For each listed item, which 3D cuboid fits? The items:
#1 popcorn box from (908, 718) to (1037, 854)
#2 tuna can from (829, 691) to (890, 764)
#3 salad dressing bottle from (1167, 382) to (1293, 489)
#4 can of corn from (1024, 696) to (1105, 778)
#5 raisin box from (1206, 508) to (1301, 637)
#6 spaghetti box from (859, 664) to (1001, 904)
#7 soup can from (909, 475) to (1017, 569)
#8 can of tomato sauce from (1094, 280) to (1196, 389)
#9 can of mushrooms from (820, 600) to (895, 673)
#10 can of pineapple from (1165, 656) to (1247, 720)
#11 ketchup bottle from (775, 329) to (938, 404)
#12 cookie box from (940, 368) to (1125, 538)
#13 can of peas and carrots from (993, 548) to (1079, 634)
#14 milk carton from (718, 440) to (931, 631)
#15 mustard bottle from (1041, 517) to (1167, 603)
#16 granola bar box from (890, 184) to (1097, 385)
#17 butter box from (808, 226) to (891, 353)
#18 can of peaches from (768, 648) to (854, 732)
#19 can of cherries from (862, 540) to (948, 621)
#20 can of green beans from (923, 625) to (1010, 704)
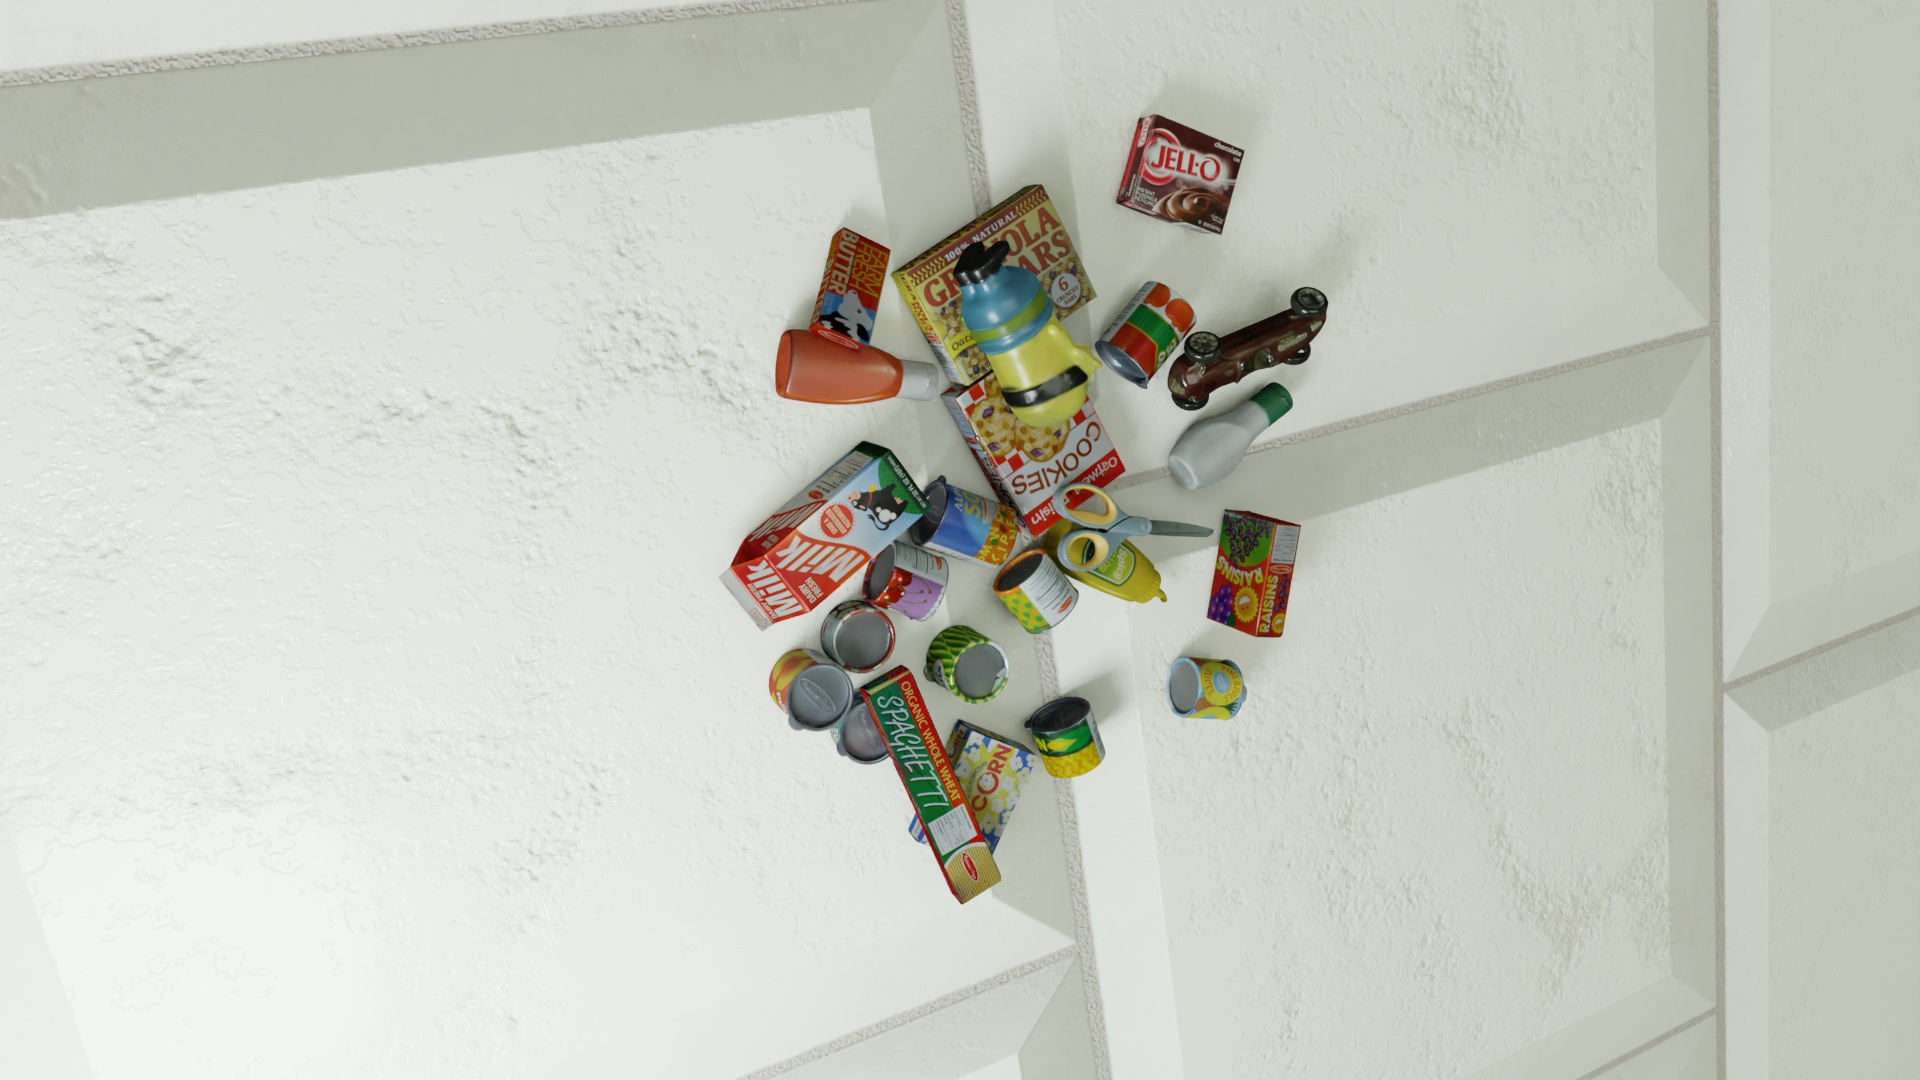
[{"bbox_3d":[0.012,0.256,1.408,0.085,0.038,0.126,25,89,-25],"label":"popcorn box"},{"bbox_3d":[-0.094,0.183,1.347,0.071,0.033,0.071,-5,102,-24],"label":"tuna can"},{"bbox_3d":[0.287,-0.112,1.464,0.148,0.044,0.064,-37,111,-16],"label":"salad dressing bottle"},{"bbox_3d":[0.108,0.204,1.429,0.071,0.071,0.058,-27,110,-18],"label":"can of corn"},{"bbox_3d":[0.311,0.034,1.479,0.040,0.086,0.123,4,98,-30],"label":"raisin box"},{"bbox_3d":[-0.028,0.237,1.349,0.050,0.029,0.249,-28,108,-17],"label":"spaghetti box"},{"bbox_3d":[0.005,-0.017,1.336,0.084,0.071,0.071,19,92,-27],"label":"soup can"},{"bbox_3d":[0.187,-0.205,1.385,0.071,0.071,0.083,43,80,-25],"label":"can of tomato sauce"},{"bbox_3d":[-0.095,0.092,1.329,0.071,0.033,0.071,-5,101,-24],"label":"can of mushrooms"},{"bbox_3d":[0.263,0.158,1.490,0.058,0.071,0.071,6,98,-26],"label":"can of pineapple"},{"bbox_3d":[-0.094,-0.154,1.276,0.149,0.043,0.064,5,92,-26],"label":"ketchup bottle"},{"bbox_3d":[0.074,-0.105,1.366,0.123,0.040,0.167,-36,113,-15],"label":"cookie box"},{"bbox_3d":[0.073,0.050,1.383,0.071,0.071,0.058,-44,112,-11],"label":"can of peas and carrots"},{"bbox_3d":[-0.128,-0.002,1.273,0.191,0.073,0.072,-40,114,-13],"label":"milk carton"},{"bbox_3d":[0.159,0.026,1.426,0.160,0.049,0.065,29,84,-27],"label":"mustard bottle"},{"bbox_3d":[0.035,-0.243,1.322,0.166,0.039,0.124,-36,113,-15],"label":"granola bar box"},{"bbox_3d":[-0.099,-0.225,1.251,0.053,0.024,0.104,21,68,-25],"label":"butter box"},{"bbox_3d":[-0.143,0.141,1.303,0.071,0.058,0.071,-6,103,-24],"label":"can of peaches"},{"bbox_3d":[-0.054,0.040,1.321,0.058,0.071,0.071,21,91,-27],"label":"can of cherries"},{"bbox_3d":[0.008,0.122,1.369,0.071,0.058,0.071,-5,102,-24],"label":"can of green beans"}]
